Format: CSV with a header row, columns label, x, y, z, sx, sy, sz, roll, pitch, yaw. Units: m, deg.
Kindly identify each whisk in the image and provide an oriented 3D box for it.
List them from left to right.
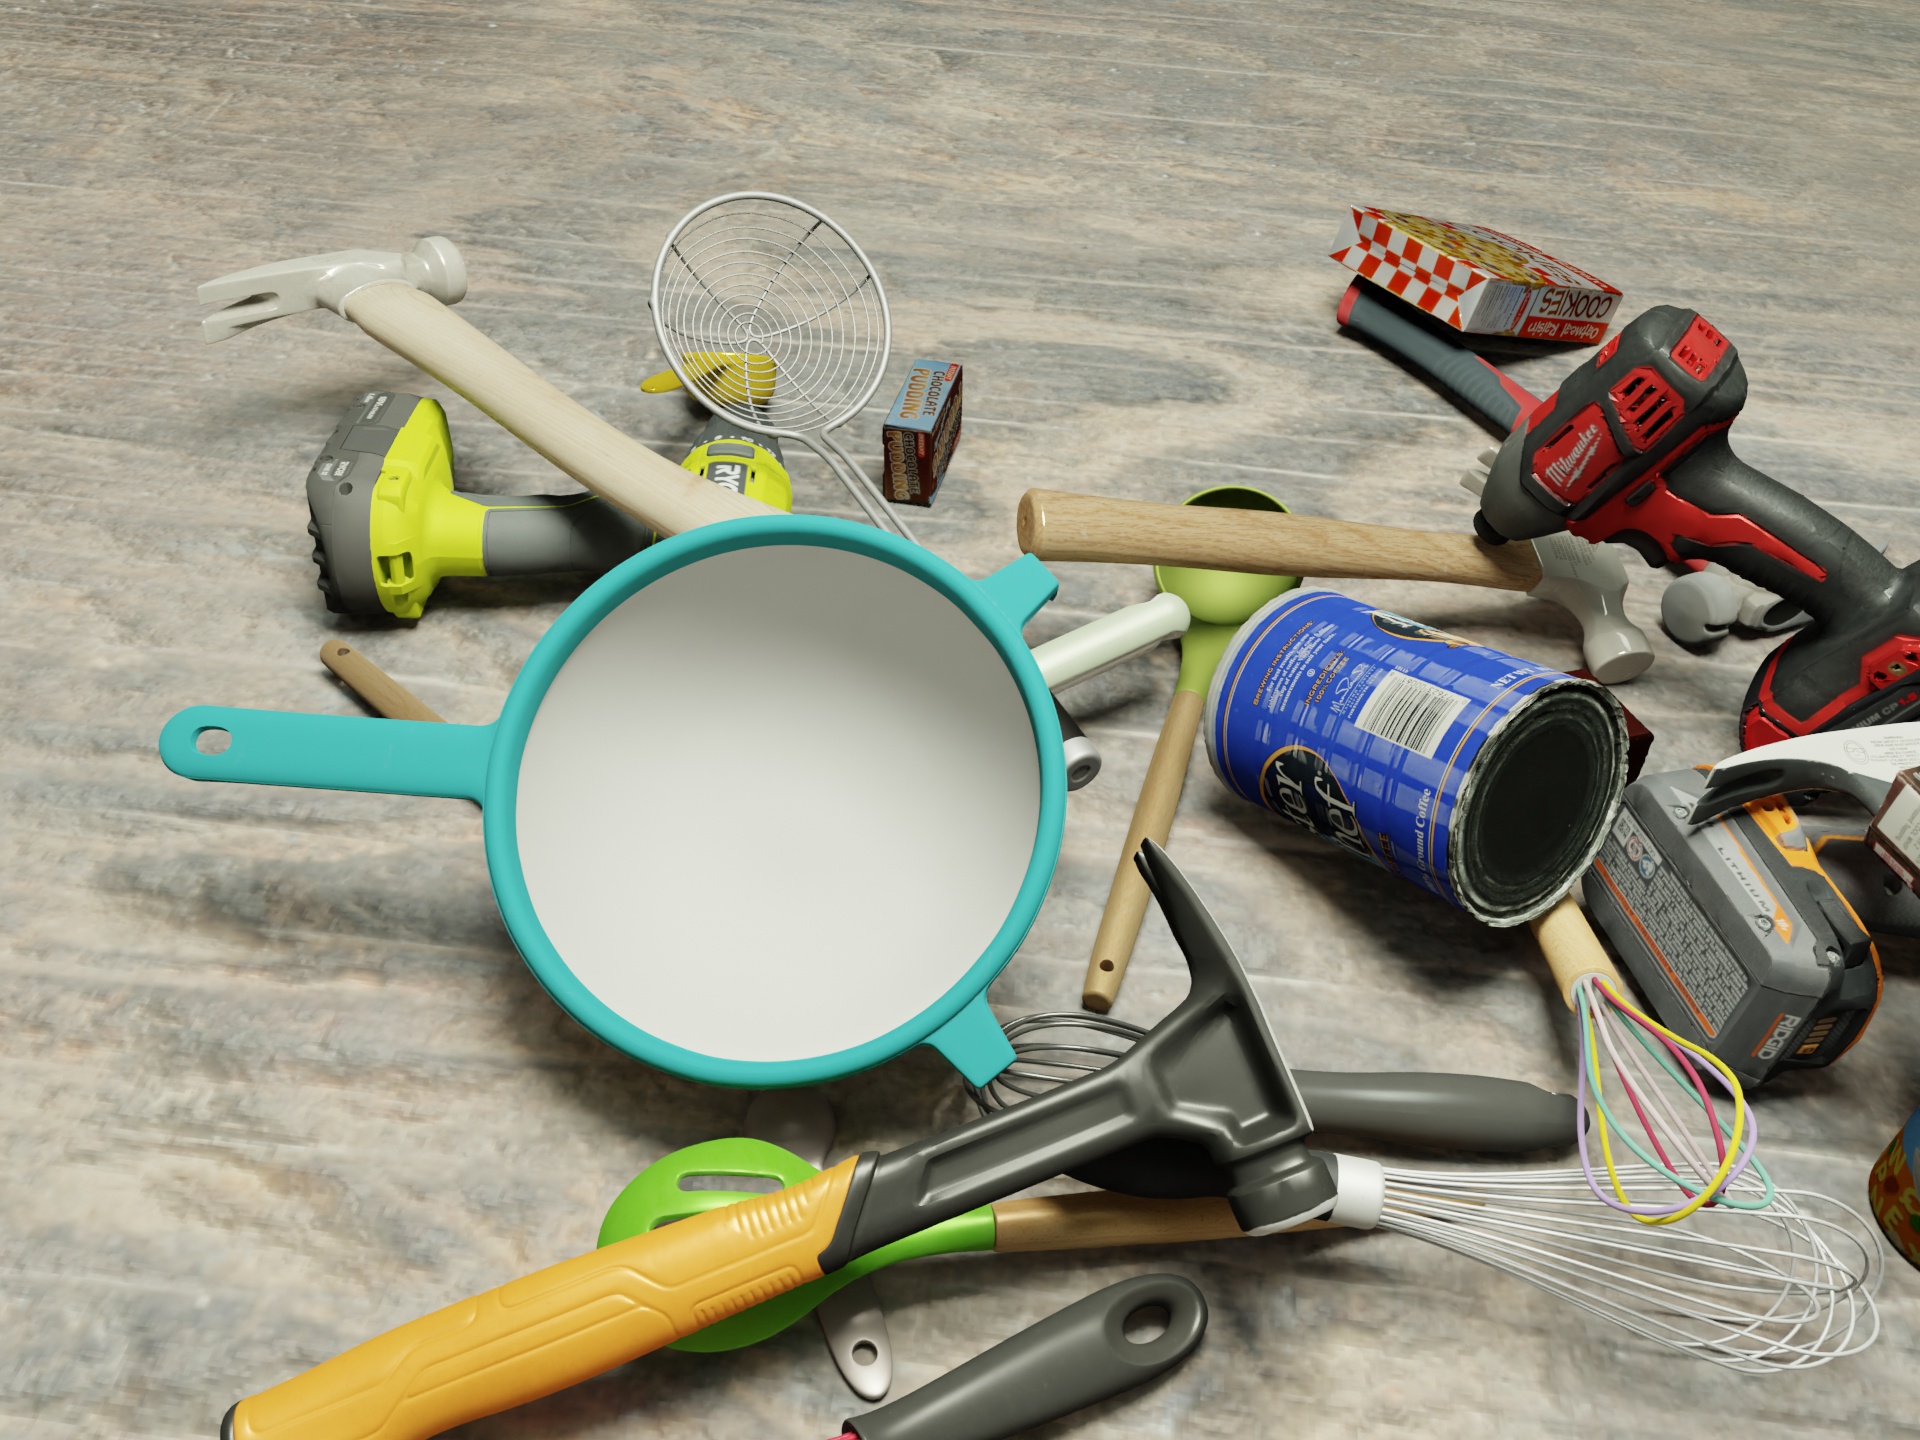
label,x,y,z,sx,sy,sz,roll,pitch,yaw
whisk,-0.047,0.225,0.466,0.295,0.073,0.073,-13,44,-28
whisk,-0.001,-0.002,0.713,0.246,0.058,0.059,-25,85,-16
whisk,0.117,0.138,0.585,0.239,0.055,0.055,5,41,-5
whisk,0.163,0.162,0.530,0.284,0.070,0.070,11,41,2
whisk,0.236,0.105,0.572,0.051,0.047,0.245,6,16,8

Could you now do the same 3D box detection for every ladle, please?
label,x,y,z,sx,sy,sz,roll,pitch,yaw
ladle,0.102,-0.001,0.736,0.078,0.062,0.320,13,45,11

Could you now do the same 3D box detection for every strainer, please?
label,x,y,z,sx,sy,sz,roll,pitch,yaw
strainer,-0.128,0.030,0.616,0.340,0.095,0.211,4,75,6

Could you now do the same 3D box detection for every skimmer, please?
label,x,y,z,sx,sy,sz,roll,pitch,yaw
skimmer,-0.033,-0.118,0.729,0.127,0.090,0.364,-15,49,-26

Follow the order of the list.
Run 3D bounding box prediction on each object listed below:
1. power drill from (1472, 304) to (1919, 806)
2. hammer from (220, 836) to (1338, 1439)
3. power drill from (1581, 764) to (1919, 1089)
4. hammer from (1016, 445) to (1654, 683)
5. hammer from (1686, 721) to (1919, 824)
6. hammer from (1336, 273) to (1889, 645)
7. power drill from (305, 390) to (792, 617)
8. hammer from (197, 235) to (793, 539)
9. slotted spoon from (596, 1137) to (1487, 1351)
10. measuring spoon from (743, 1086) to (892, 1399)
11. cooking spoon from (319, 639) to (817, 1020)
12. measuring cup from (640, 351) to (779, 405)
label,x,y,z,sx,sy,sz,roll,pitch,yaw
power drill,0.350,-0.073,0.739,0.219,0.143,0.078,44,51,2
hammer,-0.060,0.153,0.490,0.337,0.034,0.127,-21,76,-7
power drill,0.393,0.085,0.643,0.226,0.084,0.164,-2,42,-13
hammer,0.185,-0.087,0.786,0.331,0.031,0.130,2,58,-19
hammer,0.356,0.144,0.477,0.149,0.036,0.409,0,42,-2
hammer,0.369,-0.180,0.975,0.143,0.038,0.387,-14,44,-21
power drill,-0.201,-0.116,0.829,0.228,0.080,0.191,3,36,-5
hammer,-0.212,-0.146,0.774,0.411,0.038,0.146,34,43,32
slotted spoon,0.036,0.170,0.545,0.313,0.031,0.070,0,53,-12
measuring spoon,-0.047,0.174,0.551,0.034,0.018,0.124,-11,44,-17
cooking spoon,-0.185,0.043,0.690,0.319,0.017,0.069,33,49,28
measuring cup,-0.150,-0.190,0.916,0.062,0.029,0.156,7,21,10
